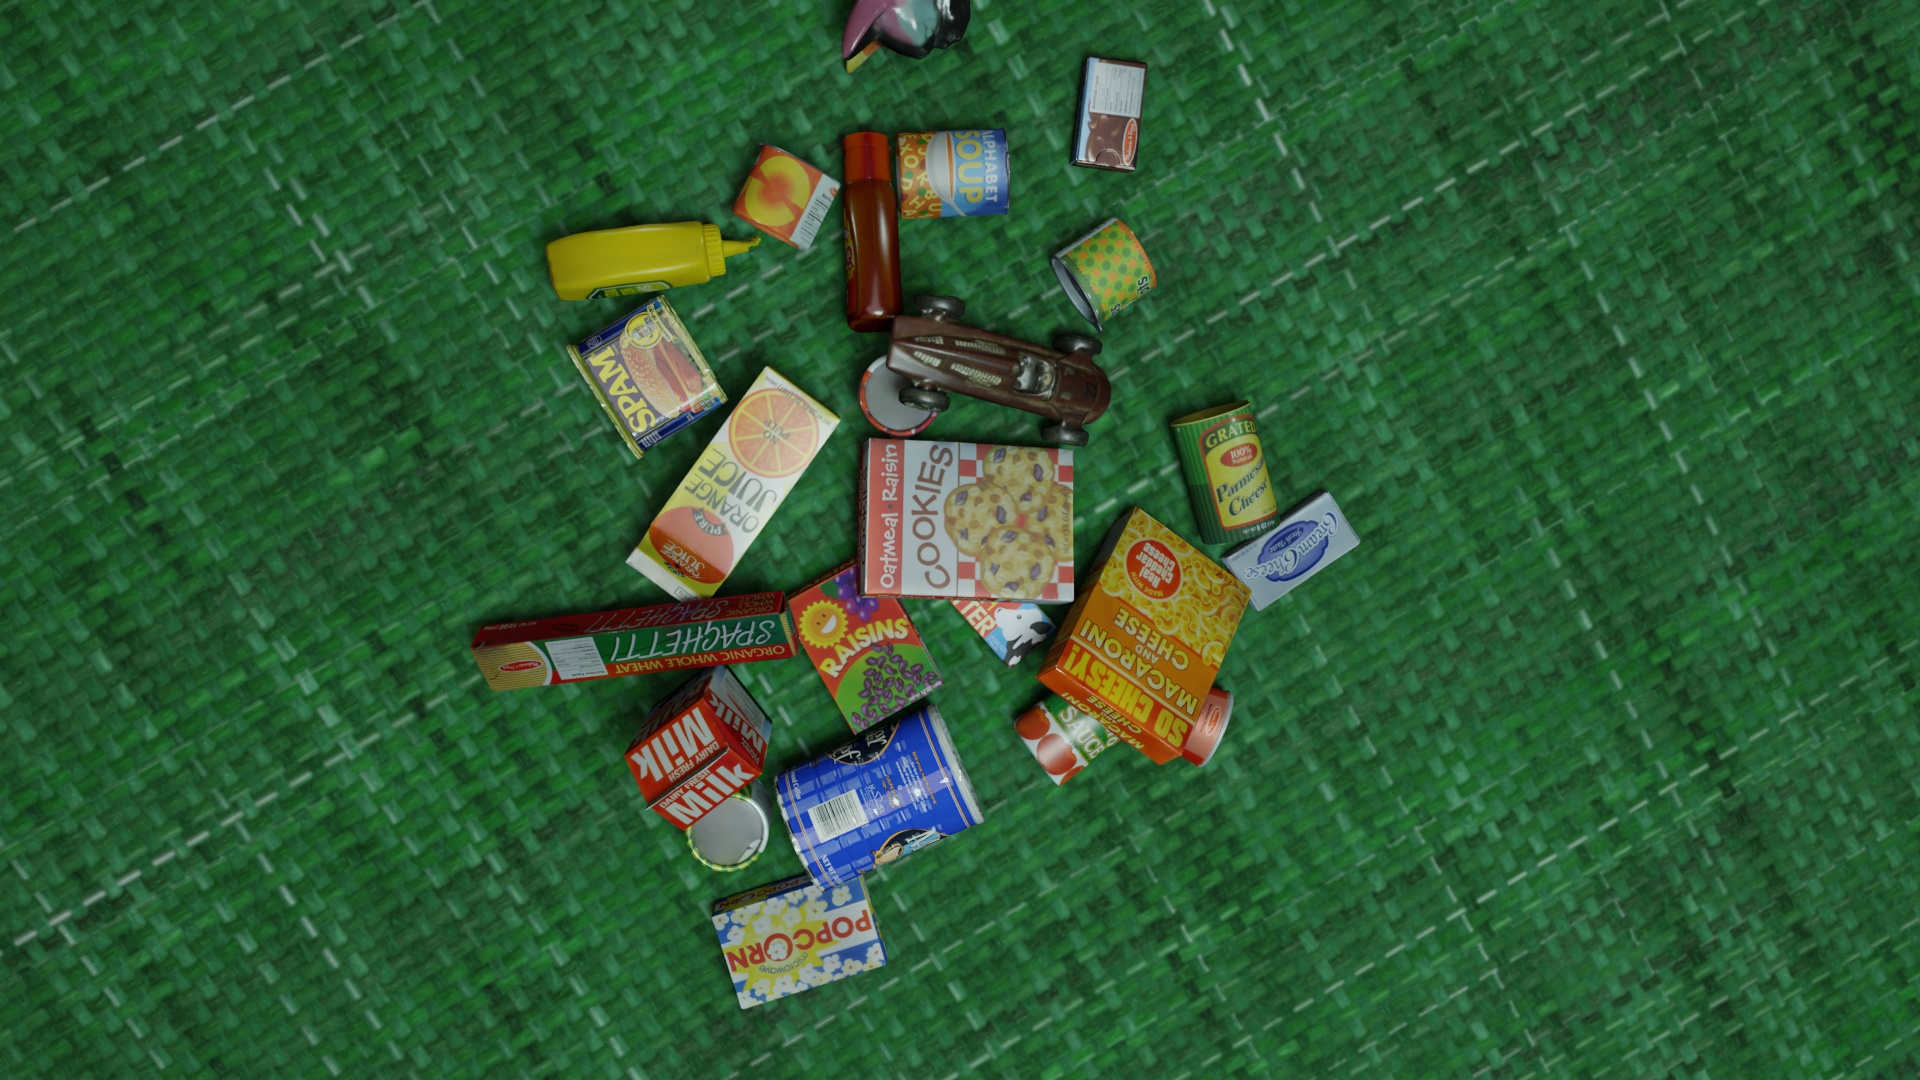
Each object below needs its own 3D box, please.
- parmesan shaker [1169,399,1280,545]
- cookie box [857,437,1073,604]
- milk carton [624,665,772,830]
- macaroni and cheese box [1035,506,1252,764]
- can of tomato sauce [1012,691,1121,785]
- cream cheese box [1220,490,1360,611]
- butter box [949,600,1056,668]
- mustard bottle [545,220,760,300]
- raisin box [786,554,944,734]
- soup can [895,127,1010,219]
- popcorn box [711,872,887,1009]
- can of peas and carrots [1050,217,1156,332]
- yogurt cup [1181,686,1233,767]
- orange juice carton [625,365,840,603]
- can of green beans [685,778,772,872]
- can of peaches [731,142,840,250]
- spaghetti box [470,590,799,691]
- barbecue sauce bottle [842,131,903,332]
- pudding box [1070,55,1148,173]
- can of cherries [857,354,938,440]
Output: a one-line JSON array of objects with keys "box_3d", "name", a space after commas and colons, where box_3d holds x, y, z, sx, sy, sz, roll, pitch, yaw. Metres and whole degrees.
[{"box_3d": [0.217, -0.055, 1.123, 0.071, 0.071, 0.103, -17, 98, -3], "name": "parmesan shaker"}, {"box_3d": [0.004, -0.014, 1.097, 0.168, 0.040, 0.123, 3, 82, -13], "name": "cookie box"}, {"box_3d": [-0.195, 0.154, 1.044, 0.072, 0.191, 0.073, -37, 98, 0], "name": "milk carton"}, {"box_3d": [0.148, 0.074, 1.102, 0.123, 0.040, 0.167, 35, 58, -8], "name": "macaroni and cheese box"}, {"box_3d": [0.094, 0.150, 1.132, 0.083, 0.071, 0.071, -37, 99, 0], "name": "can of tomato sauce"}, {"box_3d": [0.274, 0.008, 1.156, 0.104, 0.024, 0.053, -34, 99, -1], "name": "cream cheese box"}, {"box_3d": [0.025, 0.050, 1.137, 0.053, 0.024, 0.103, -42, 99, 0], "name": "butter box"}, {"box_3d": [-0.232, -0.217, 1.064, 0.160, 0.065, 0.048, -10, 93, -8], "name": "mustard bottle"}, {"box_3d": [-0.079, 0.081, 1.124, 0.086, 0.040, 0.123, -29, 99, -1], "name": "raisin box"}, {"box_3d": [-0.006, -0.284, 1.073, 0.084, 0.071, 0.071, -4, 97, -5], "name": "soup can"}, {"box_3d": [-0.132, 0.323, 1.146, 0.127, 0.038, 0.085, -16, 98, -3], "name": "popcorn box"}, {"box_3d": [0.115, -0.210, 1.095, 0.059, 0.071, 0.071, -34, 99, -1], "name": "can of peas and carrots"}, {"box_3d": [0.187, 0.146, 1.144, 0.054, 0.072, 0.072, 23, 94, 1], "name": "yogurt cup"}, {"box_3d": [-0.178, -0.039, 1.084, 0.072, 0.073, 0.192, 36, 93, -9], "name": "orange juice carton"}, {"box_3d": [-0.186, 0.227, 1.120, 0.071, 0.058, 0.071, -1, 97, -5], "name": "can of green beans"}, {"box_3d": [-0.136, -0.264, 1.067, 0.071, 0.071, 0.058, 26, 94, -8], "name": "can of peaches"}, {"box_3d": [-0.251, 0.079, 1.082, 0.250, 0.029, 0.050, -7, 128, 5], "name": "spaghetti box"}, {"box_3d": [-0.069, -0.239, 1.079, 0.044, 0.065, 0.148, -3, 88, -7], "name": "barbecue sauce bottle"}, {"box_3d": [0.117, -0.336, 1.100, 0.050, 0.030, 0.083, 5, 96, -7], "name": "pudding box"}, {"box_3d": [-0.047, -0.113, 1.095, 0.071, 0.058, 0.071, -1, 96, -5], "name": "can of cherries"}]
